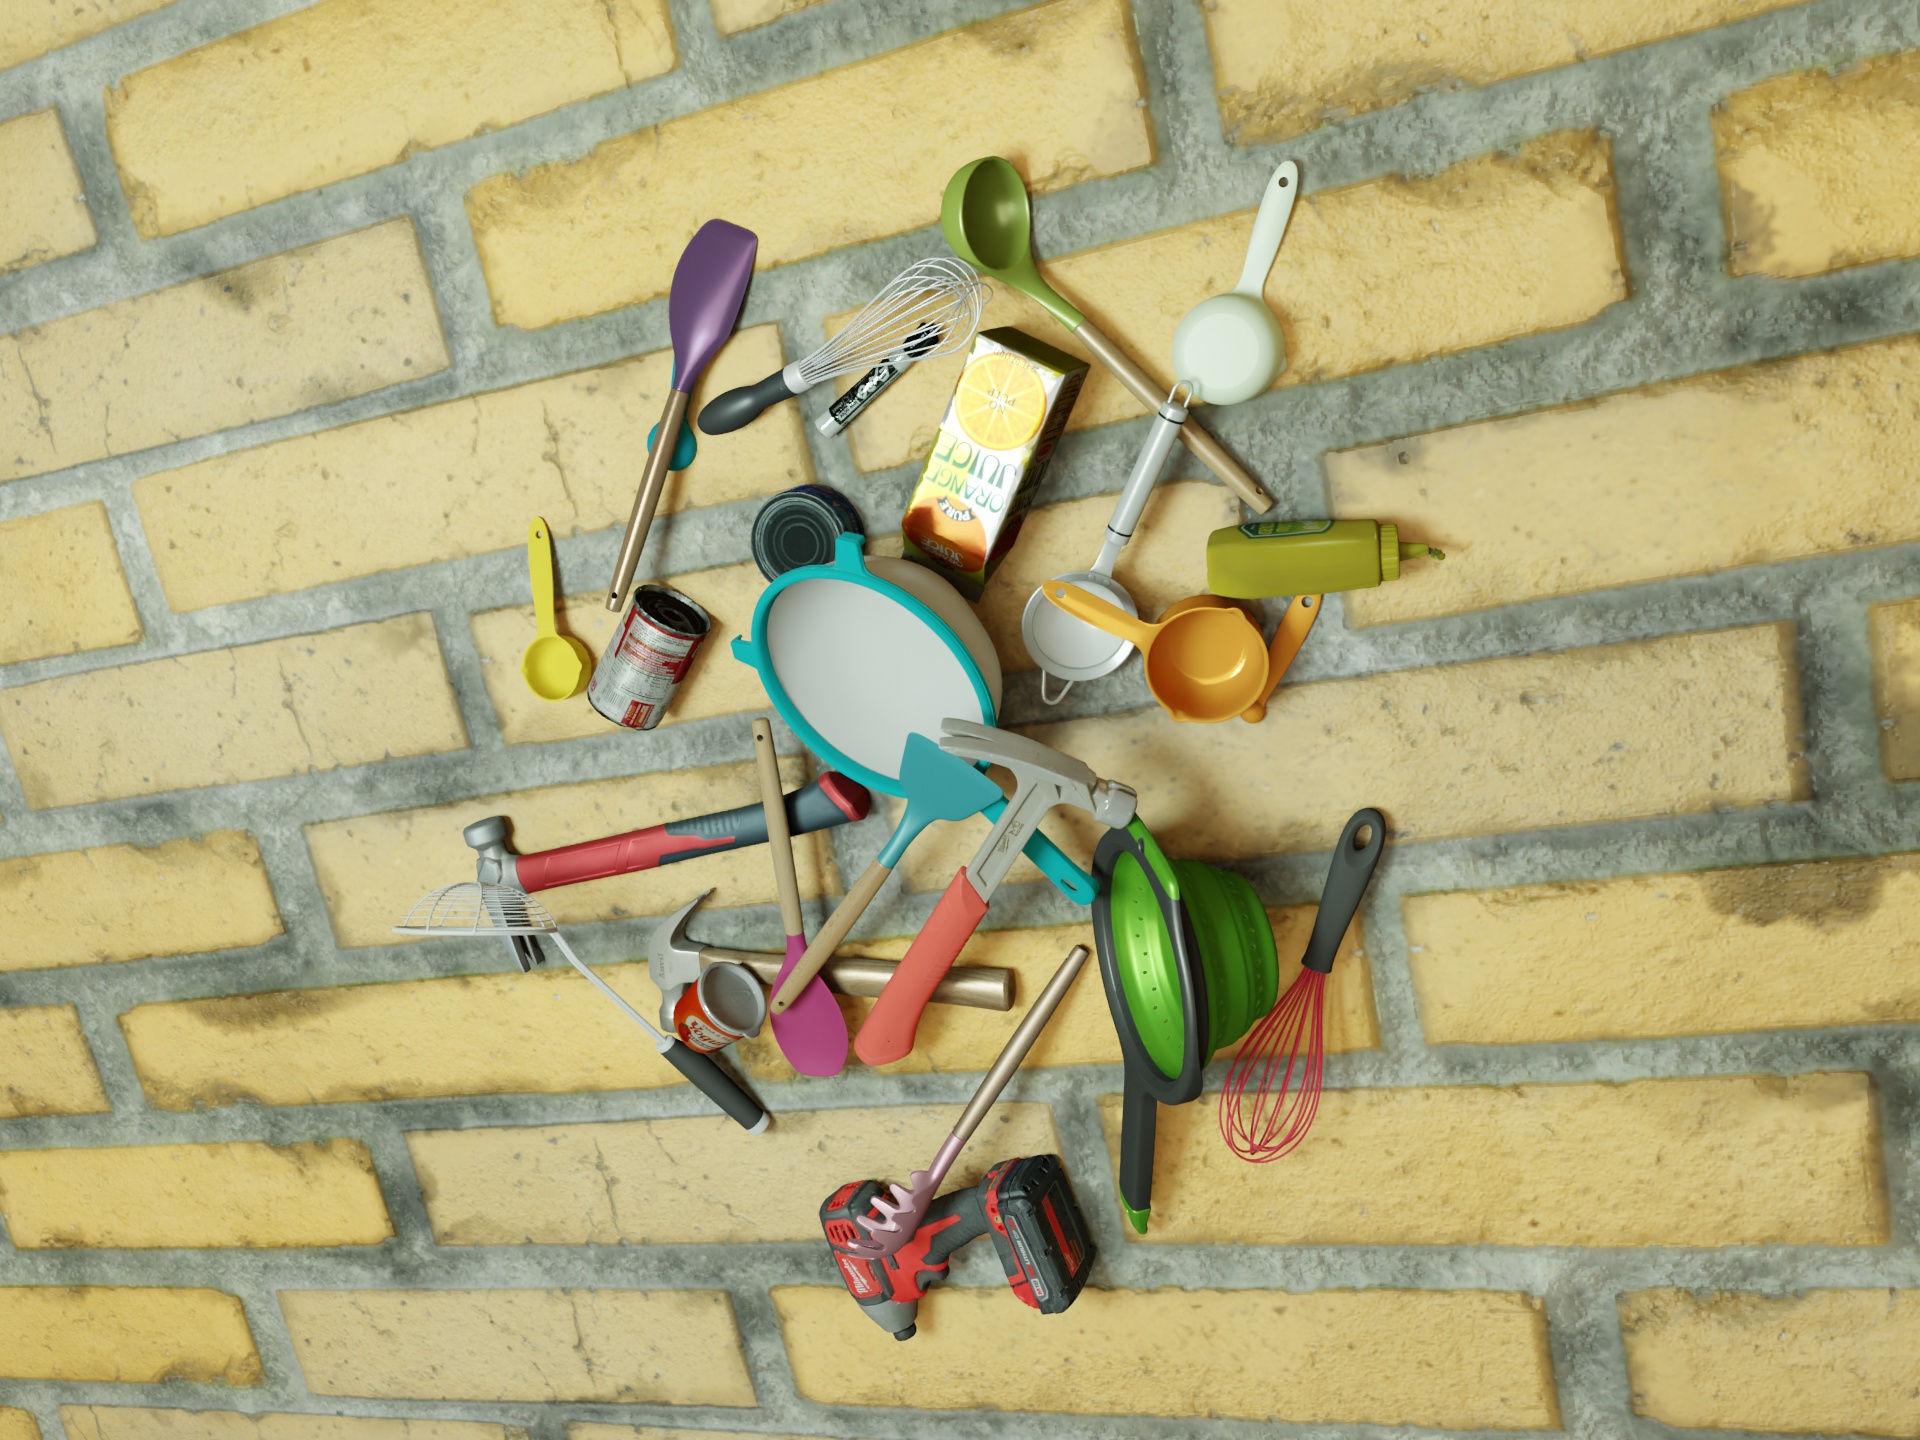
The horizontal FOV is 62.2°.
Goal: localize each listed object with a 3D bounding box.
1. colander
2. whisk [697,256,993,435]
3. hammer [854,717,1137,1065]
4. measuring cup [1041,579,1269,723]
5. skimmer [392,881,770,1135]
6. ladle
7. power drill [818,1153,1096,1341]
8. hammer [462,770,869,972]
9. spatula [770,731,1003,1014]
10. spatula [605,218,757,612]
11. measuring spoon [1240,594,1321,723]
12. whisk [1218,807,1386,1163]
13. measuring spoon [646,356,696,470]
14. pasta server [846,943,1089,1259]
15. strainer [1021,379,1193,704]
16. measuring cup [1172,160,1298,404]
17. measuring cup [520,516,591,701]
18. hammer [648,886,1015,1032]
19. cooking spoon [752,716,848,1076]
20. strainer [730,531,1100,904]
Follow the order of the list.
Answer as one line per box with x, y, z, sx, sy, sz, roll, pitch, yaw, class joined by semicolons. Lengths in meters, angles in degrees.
0.174;0.242;1.216;0.094;0.205;0.396;-9;123;-12;colander
-0.095;-0.266;1.172;0.284;0.070;0.070;-17;99;35;whisk
-0.012;0.147;1.205;0.149;0.037;0.359;21;129;-12;hammer
0.140;-0.066;1.149;0.173;0.052;0.095;26;112;0;measuring cup
-0.312;0.259;1.348;0.363;0.090;0.127;47;154;-19;skimmer
0.108;-0.266;1.116;0.320;0.078;0.062;44;147;-2;ladle
-0.006;0.454;1.354;0.219;0.078;0.143;-18;97;27;power drill
-0.249;0.121;1.365;0.386;0.038;0.143;-13;102;23;hammer
-0.075;0.132;1.240;0.082;0.044;0.317;34;119;-3;spatula
-0.229;-0.234;1.245;0.060;0.018;0.316;21;102;10;spatula
0.233;-0.048;1.156;0.021;0.011;0.117;28;113;10;measuring spoon
0.262;0.202;1.196;0.073;0.073;0.295;19;104;14;whisk
-0.225;-0.258;1.255;0.042;0.021;0.128;18;112;14;measuring spoon
0.007;0.310;1.286;0.040;0.060;0.316;32;96;-8;pasta server
0.112;-0.128;1.147;0.087;0.050;0.258;19;119;-8;strainer
0.195;-0.296;1.083;0.083;0.038;0.167;21;113;13;measuring cup
-0.345;-0.094;1.350;0.062;0.029;0.156;-4;92;21;measuring cup
-0.114;0.212;1.346;0.331;0.031;0.130;1;106;19;hammer
-0.139;0.150;1.305;0.069;0.017;0.318;-1;108;19;cooking spoon
-0.002;-0.004;1.209;0.340;0.095;0.211;45;140;-8;strainer
